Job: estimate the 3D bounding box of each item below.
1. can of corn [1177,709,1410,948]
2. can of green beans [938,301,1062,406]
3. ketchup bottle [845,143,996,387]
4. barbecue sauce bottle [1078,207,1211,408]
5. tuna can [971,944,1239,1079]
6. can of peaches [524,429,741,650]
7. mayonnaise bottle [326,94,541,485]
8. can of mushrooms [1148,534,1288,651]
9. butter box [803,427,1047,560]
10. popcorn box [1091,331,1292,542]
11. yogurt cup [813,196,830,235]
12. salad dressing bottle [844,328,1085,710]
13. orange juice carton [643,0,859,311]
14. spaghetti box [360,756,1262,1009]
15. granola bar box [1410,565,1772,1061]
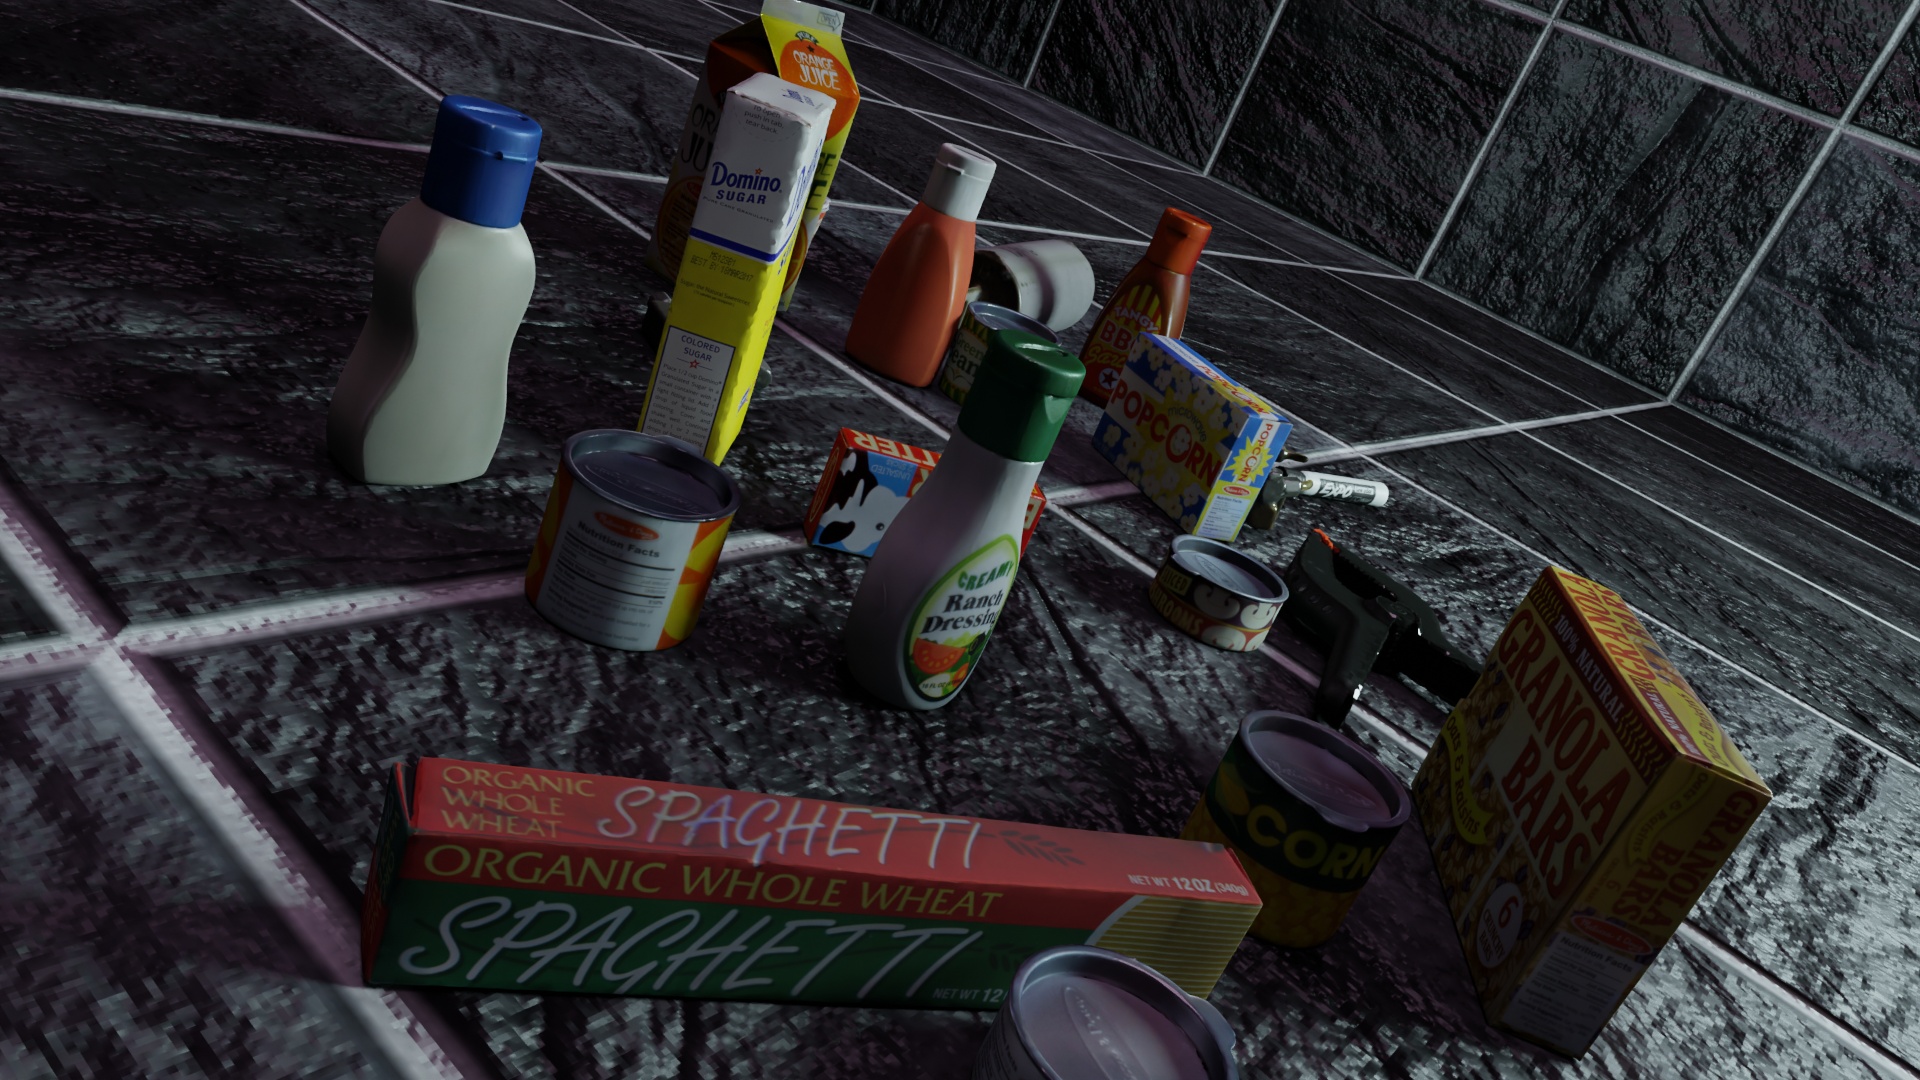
[{"bbox_3d":[0.120,0.106,0.504,0.071,0.058,0.071,20,22,-8],"label":"can of corn"},{"bbox_3d":[0.025,-0.118,0.917,0.071,0.057,0.071,20,22,-8],"label":"can of green beans"},{"bbox_3d":[-0.021,-0.175,0.882,0.065,0.148,0.044,27,22,10],"label":"ketchup bottle"},{"bbox_3d":[0.136,-0.167,1.013,0.065,0.148,0.044,30,23,17],"label":"barbecue sauce bottle"},{"bbox_3d":[0.040,0.144,0.375,0.071,0.032,0.071,20,22,-8],"label":"tuna can"},{"bbox_3d":[-0.121,-0.001,0.516,0.071,0.057,0.071,20,22,-8],"label":"can of peaches"},{"bbox_3d":[-0.196,-0.093,0.531,0.041,0.147,0.065,37,26,30],"label":"mayonnaise bottle"},{"bbox_3d":[0.132,0.027,0.726,0.071,0.033,0.071,20,22,-8],"label":"can of mushrooms"},{"bbox_3d":[-0.016,-0.014,0.650,0.103,0.053,0.024,13,24,-23],"label":"butter box"},{"bbox_3d":[0.142,-0.068,0.880,0.038,0.085,0.127,8,27,-34],"label":"popcorn box"},{"bbox_3d":[-0.138,-0.238,1.035,0.072,0.053,0.073,20,22,-8],"label":"yogurt cup"},{"bbox_3d":[0.002,-0.007,0.527,0.064,0.147,0.044,-3,33,-47],"label":"salad dressing bottle"},{"bbox_3d":[-0.128,-0.248,0.885,0.073,0.191,0.072,36,25,30],"label":"orange juice carton"},{"bbox_3d":[-0.030,0.101,0.384,0.250,0.050,0.029,12,25,-26],"label":"spaghetti box"},{"bbox_3d":[0.236,0.097,0.547,0.039,0.123,0.166,23,22,-1],"label":"granola bar box"}]
